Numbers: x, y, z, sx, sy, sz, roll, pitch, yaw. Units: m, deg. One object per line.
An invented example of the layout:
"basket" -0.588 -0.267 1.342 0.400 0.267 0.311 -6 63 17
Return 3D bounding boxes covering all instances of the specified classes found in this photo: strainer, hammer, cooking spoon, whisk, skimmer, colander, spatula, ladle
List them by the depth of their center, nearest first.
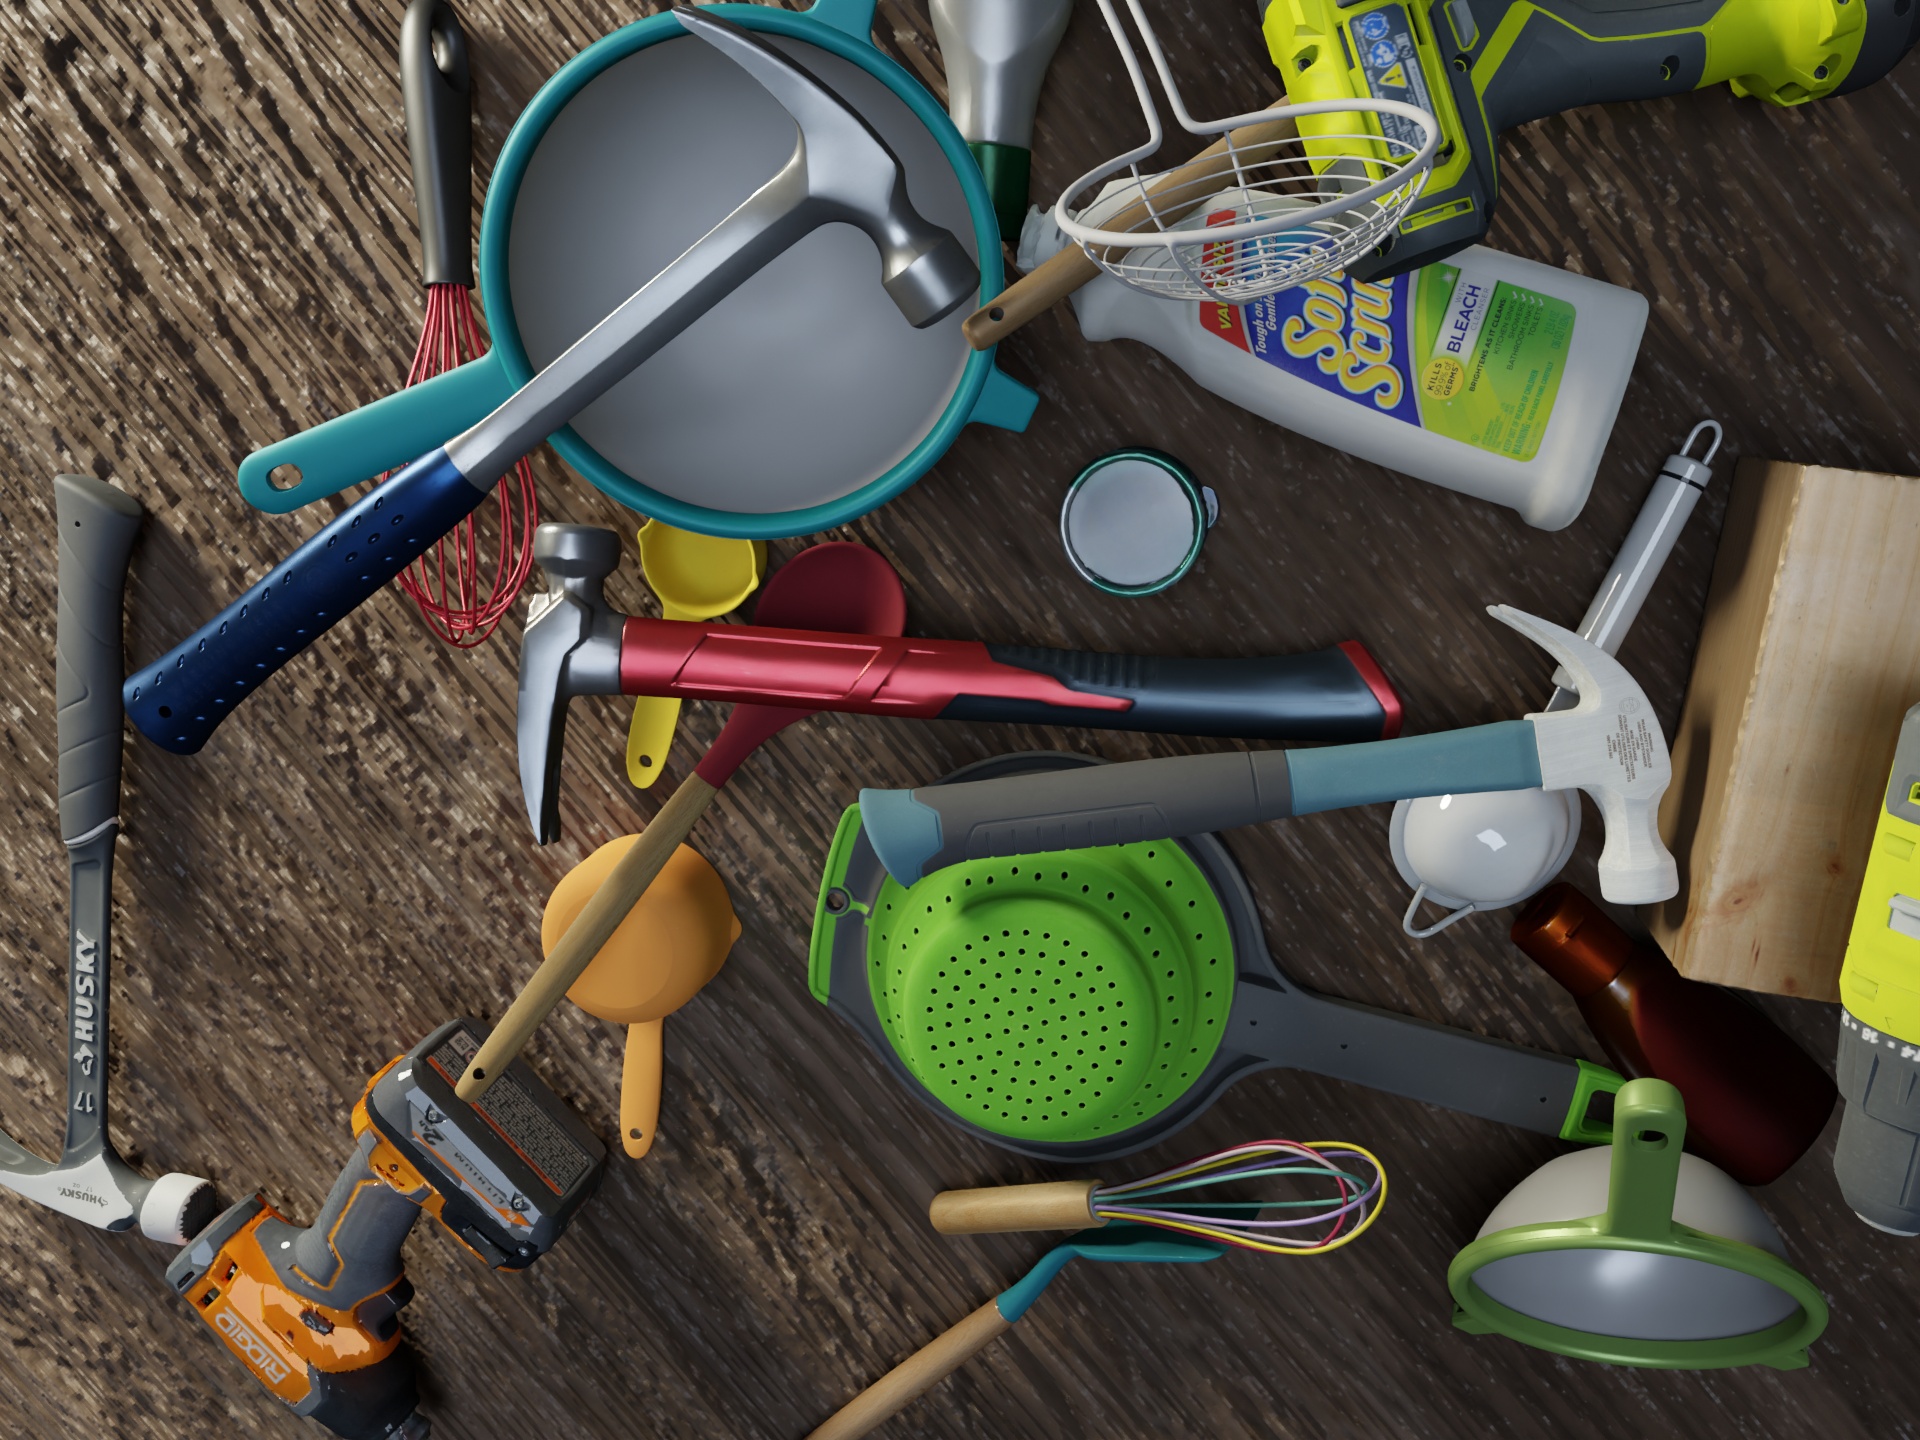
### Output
"skimmer" 0.052 -0.298 0.573 0.127 0.090 0.363 -19 72 -3
"cooking spoon" 0.134 -0.243 0.637 0.319 0.017 0.069 -35 89 -1
"hammer" -0.195 -0.113 0.642 0.405 0.035 0.144 -33 111 17
"hammer" 0.123 0.029 0.664 0.331 0.033 0.128 -7 91 4
"strainer" 0.280 0.195 0.664 0.151 0.069 0.256 -1 140 20
"strainer" 0.262 -0.010 0.688 0.087 0.050 0.258 22 101 -11
"strainer" -0.147 -0.169 0.689 0.340 0.095 0.210 -20 113 9
"hammer" -0.001 -0.002 0.706 0.386 0.038 0.143 4 90 1
"colander" 0.115 0.141 0.715 0.397 0.094 0.204 14 103 8
"whisk" 0.079 0.221 0.722 0.245 0.051 0.047 -17 63 38
"whisk" -0.235 -0.181 0.735 0.073 0.073 0.296 0 96 10
"ladle" -0.133 0.049 0.738 0.069 0.031 0.315 38 88 4
"spatula" 0.011 0.317 0.793 0.317 0.082 0.044 -43 76 20
"hammer" -0.462 0.076 0.839 0.149 0.036 0.409 9 102 9

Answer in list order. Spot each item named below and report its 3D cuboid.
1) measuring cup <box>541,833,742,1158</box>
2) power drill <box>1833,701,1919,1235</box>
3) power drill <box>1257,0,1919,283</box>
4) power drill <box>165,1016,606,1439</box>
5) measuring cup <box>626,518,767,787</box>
"measuring cup" -0.164 0.145 0.788 0.095 0.052 0.173 7 100 9
"power drill" 0.414 0.086 0.593 0.228 0.080 0.190 -2 105 -30
"power drill" 0.227 -0.281 0.594 0.223 0.080 0.171 -18 93 1
"power drill" -0.290 0.278 0.826 0.226 0.084 0.164 -42 92 19
"measuring cup" -0.133 -0.037 0.766 0.062 0.029 0.156 23 116 6
